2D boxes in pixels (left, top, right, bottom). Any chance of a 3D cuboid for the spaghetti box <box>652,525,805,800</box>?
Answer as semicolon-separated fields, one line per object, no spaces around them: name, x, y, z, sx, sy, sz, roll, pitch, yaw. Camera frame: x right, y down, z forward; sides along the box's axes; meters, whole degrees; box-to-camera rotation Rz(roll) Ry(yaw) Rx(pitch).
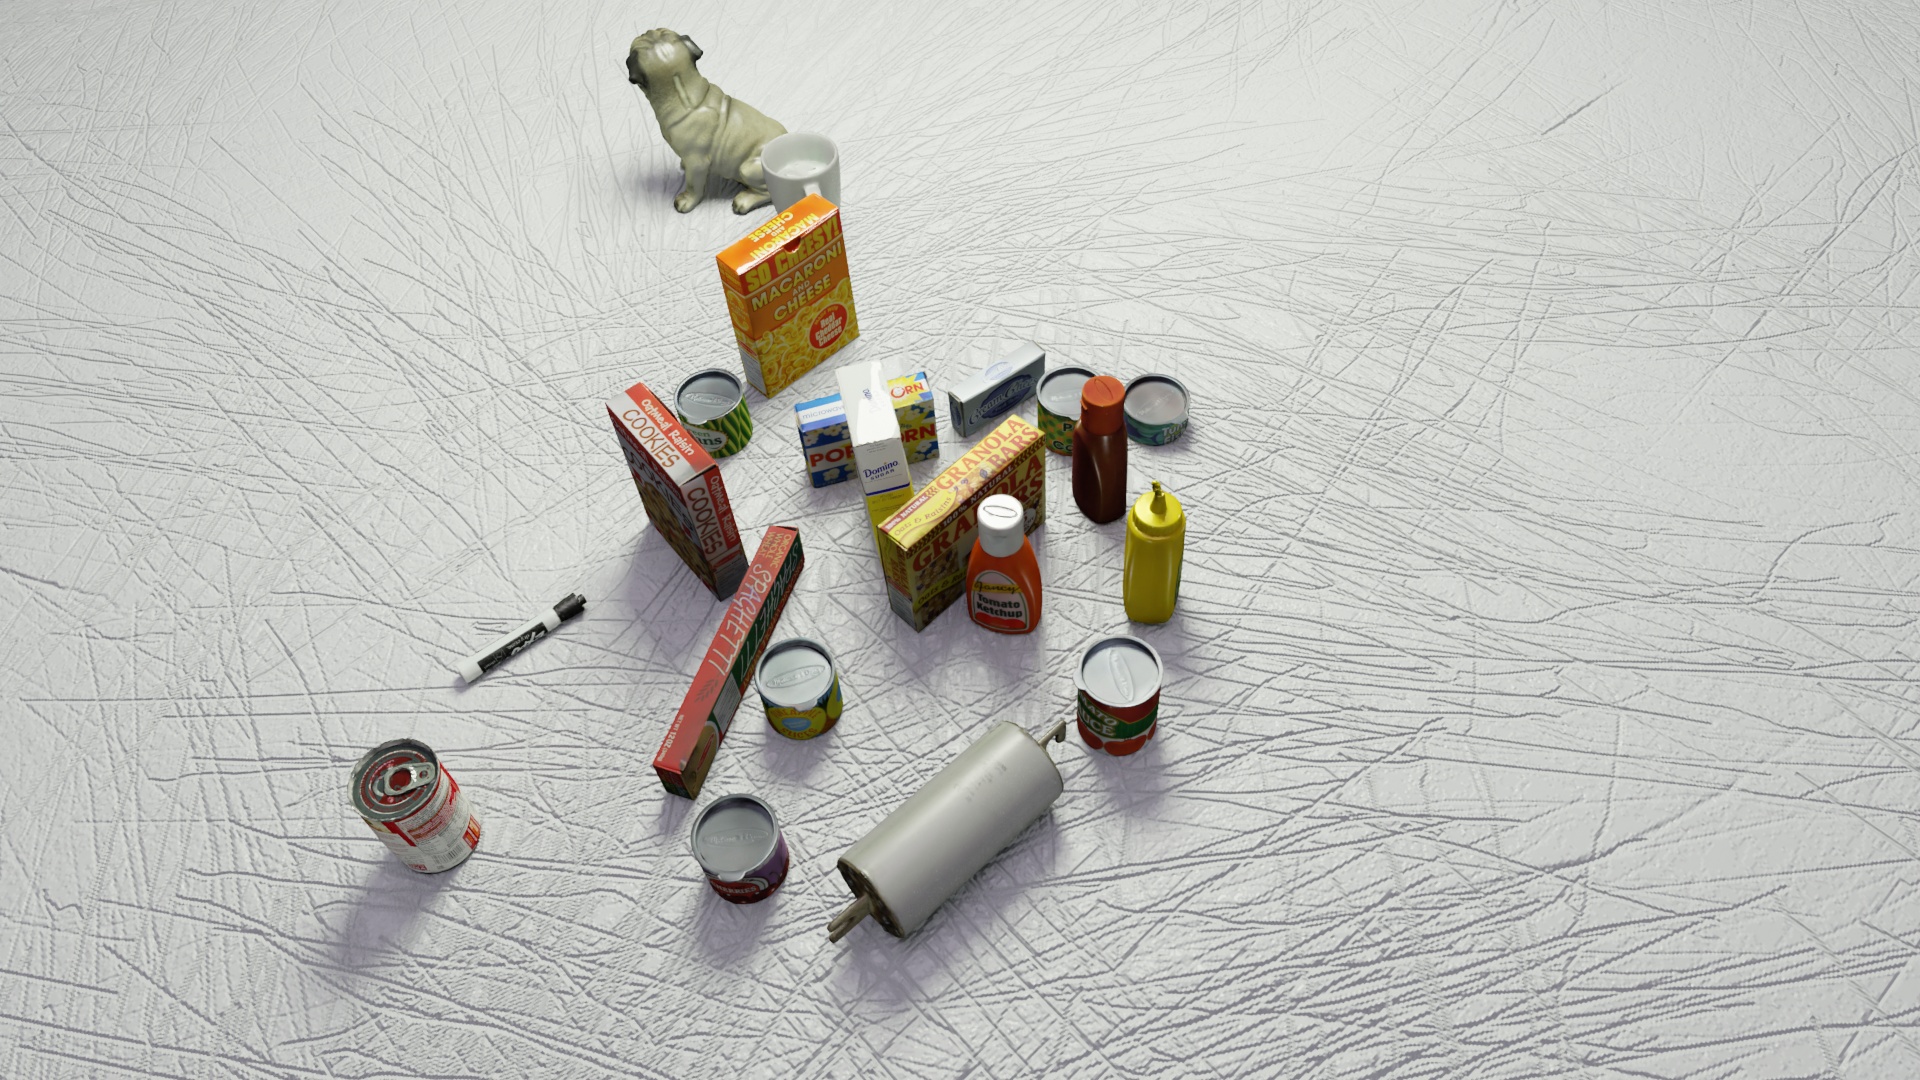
spaghetti box;-0.189;0.096;1.166;0.029;0.050;0.251;12;55;13

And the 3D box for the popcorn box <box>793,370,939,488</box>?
popcorn box;-0.086;-0.102;1.286;0.127;0.084;0.038;-15;54;-8

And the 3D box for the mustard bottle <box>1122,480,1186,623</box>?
mustard bottle;0.160;0.005;1.144;0.049;0.159;0.065;5;54;7

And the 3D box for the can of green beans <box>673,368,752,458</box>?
can of green beans;-0.236;-0.121;1.327;0.071;0.057;0.071;-2;53;2

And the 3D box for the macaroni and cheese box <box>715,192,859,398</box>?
macaroni and cheese box;-0.162;-0.234;1.340;0.124;0.165;0.040;-40;60;-23

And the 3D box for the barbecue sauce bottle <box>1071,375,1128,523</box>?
barbecue sauce bottle;0.123;-0.082;1.218;0.044;0.147;0.065;-21;55;-11

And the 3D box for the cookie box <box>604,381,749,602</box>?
cookie box;-0.240;-0.041;1.199;0.040;0.166;0.123;-34;58;-20

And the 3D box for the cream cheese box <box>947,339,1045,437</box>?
cream cheese box;0.036;-0.145;1.331;0.104;0.053;0.024;-33;58;-19

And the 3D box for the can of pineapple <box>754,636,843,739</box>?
can of pineapple;-0.132;0.123;1.137;0.071;0.057;0.071;-2;53;2

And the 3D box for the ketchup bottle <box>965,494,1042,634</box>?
ketchup bottle;0.035;0.020;1.147;0.065;0.148;0.044;11;55;12

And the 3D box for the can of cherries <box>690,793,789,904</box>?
can of cherries;-0.167;0.237;1.054;0.071;0.058;0.072;-2;53;2

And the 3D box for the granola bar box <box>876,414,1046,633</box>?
granola bar box;0.004;-0.015;1.191;0.039;0.123;0.166;37;63;27

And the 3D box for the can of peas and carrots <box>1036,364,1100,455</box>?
can of peas and carrots;0.105;-0.120;1.305;0.071;0.058;0.071;-2;53;2

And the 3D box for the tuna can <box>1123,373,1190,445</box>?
tuna can;0.186;-0.123;1.317;0.071;0.032;0.071;-2;53;2

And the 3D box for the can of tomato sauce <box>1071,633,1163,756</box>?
can of tomato sauce;0.124;0.125;1.104;0.071;0.082;0.071;-2;53;2
